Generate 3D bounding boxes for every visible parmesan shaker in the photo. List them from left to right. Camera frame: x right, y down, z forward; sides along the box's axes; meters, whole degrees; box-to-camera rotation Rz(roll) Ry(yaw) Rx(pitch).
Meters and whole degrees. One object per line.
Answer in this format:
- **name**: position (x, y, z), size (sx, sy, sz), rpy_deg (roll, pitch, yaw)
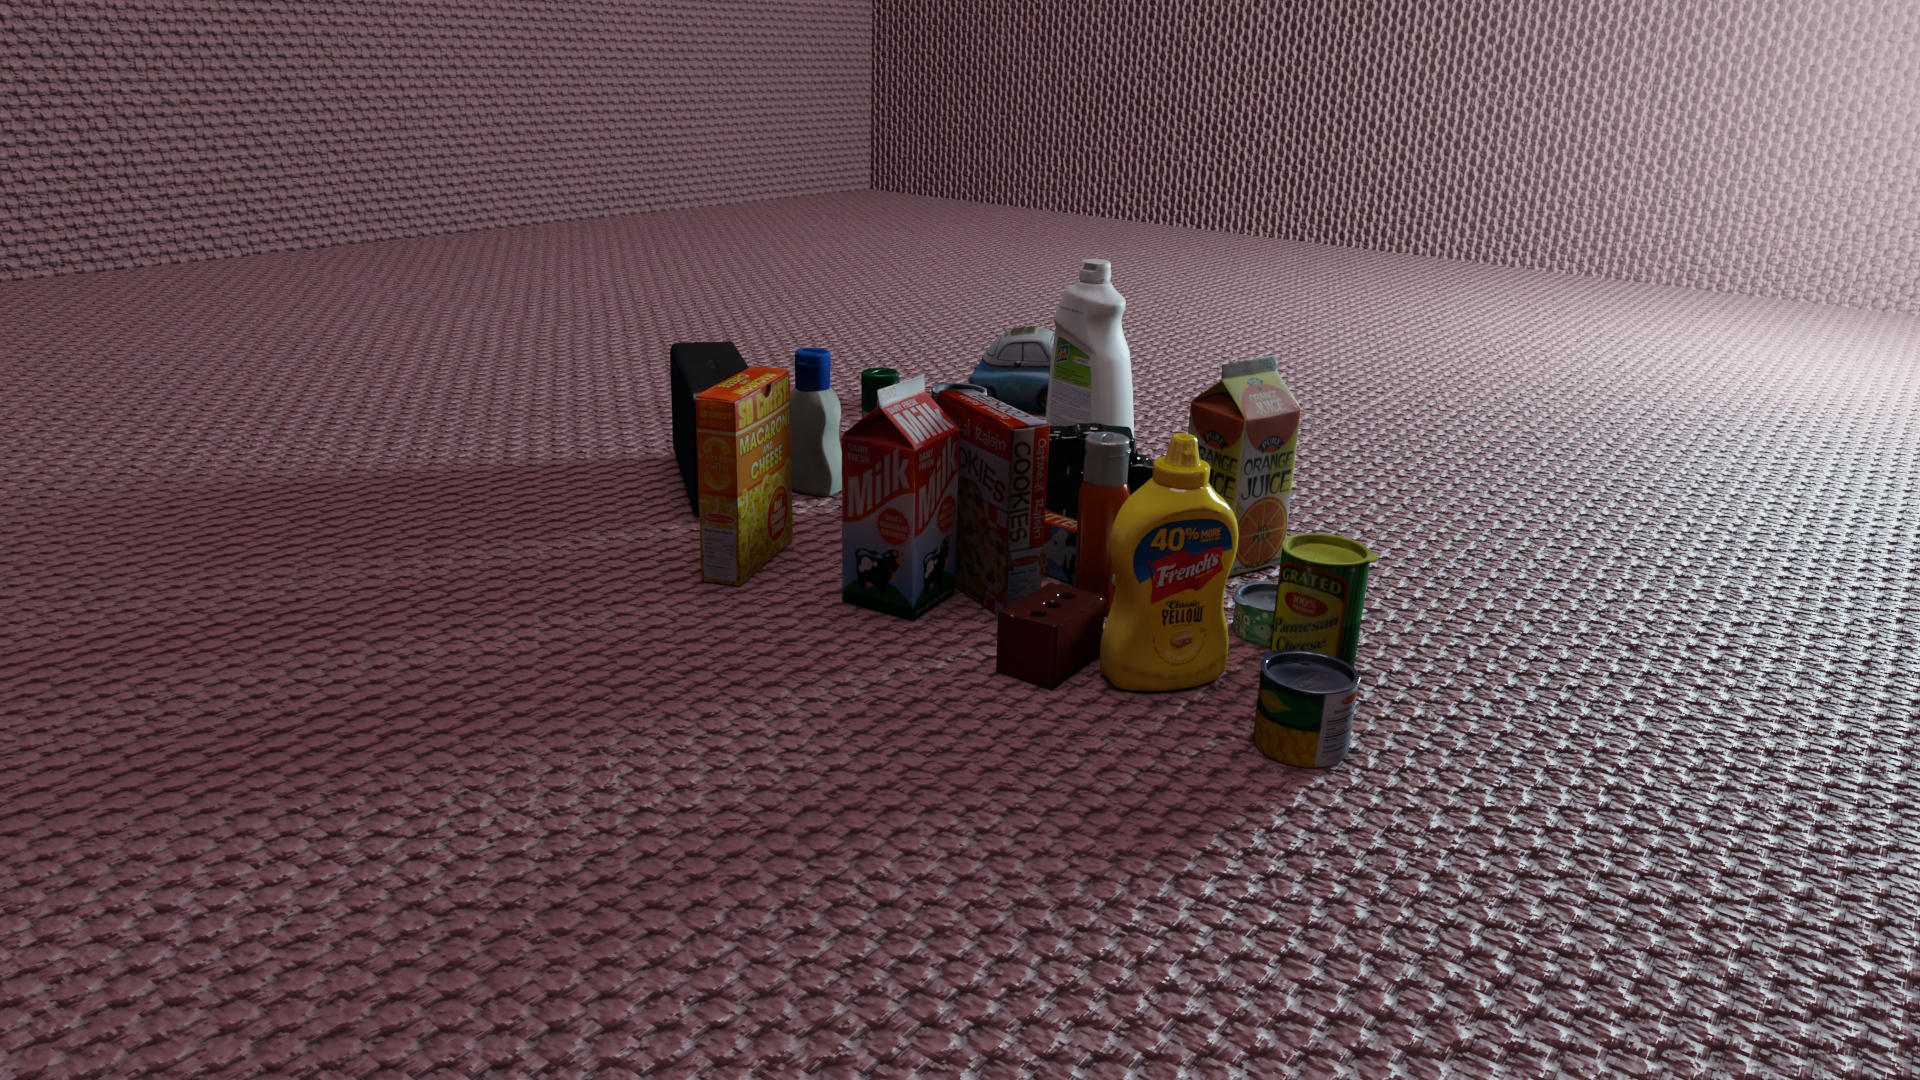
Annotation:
- **parmesan shaker**: position (0.275, 0.054, 1.058), size (0.071, 0.102, 0.071), rpy_deg (2, 20, -1)

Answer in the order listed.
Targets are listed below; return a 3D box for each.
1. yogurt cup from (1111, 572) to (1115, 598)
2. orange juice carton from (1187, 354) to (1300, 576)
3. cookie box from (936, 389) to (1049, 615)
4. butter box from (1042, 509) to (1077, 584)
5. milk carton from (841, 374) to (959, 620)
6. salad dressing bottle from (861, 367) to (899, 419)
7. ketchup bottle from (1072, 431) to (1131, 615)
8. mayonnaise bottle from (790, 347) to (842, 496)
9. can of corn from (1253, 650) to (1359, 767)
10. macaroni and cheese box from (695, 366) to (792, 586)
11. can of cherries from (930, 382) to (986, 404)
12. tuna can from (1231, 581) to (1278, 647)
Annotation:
- **yogurt cup**: position (0.154, 0.055, 1.114), size (0.072, 0.053, 0.072), rpy_deg (2, 20, -1)
- **orange juice carton**: position (0.254, -0.071, 1.266), size (0.072, 0.191, 0.073), rpy_deg (-11, 24, -33)
- **cookie box**: position (0.022, -0.033, 1.177), size (0.040, 0.166, 0.123), rpy_deg (-10, 23, -29)
- **butter box**: position (0.076, 0.001, 1.253), size (0.024, 0.053, 0.103), rpy_deg (-17, 27, -41)
- **milk carton**: position (-0.050, -0.039, 1.151), size (0.073, 0.189, 0.072), rpy_deg (13, 22, 27)
- **salad dressing bottle**: position (-0.079, -0.094, 1.358), size (0.044, 0.147, 0.064), rpy_deg (13, 23, 28)
- **ketchup bottle**: position (0.119, -0.015, 1.164), size (0.043, 0.148, 0.065), rpy_deg (7, 20, 13)
- **mayonnaise bottle**: position (-0.151, -0.122, 1.425), size (0.065, 0.147, 0.041), rpy_deg (13, 22, 27)
- **can of corn**: position (0.235, 0.115, 0.955), size (0.071, 0.058, 0.071), rpy_deg (2, 20, -1)
- **macaroni and cheese box**: position (-0.188, -0.059, 1.227), size (0.040, 0.165, 0.124), rpy_deg (7, 21, 14)
- **can of cherries**: position (-0.002, -0.150, 1.646), size (0.071, 0.058, 0.072), rpy_deg (2, 20, -1)
- **tuna can**: position (0.255, 0.061, 1.139), size (0.071, 0.032, 0.071), rpy_deg (2, 20, -1)
